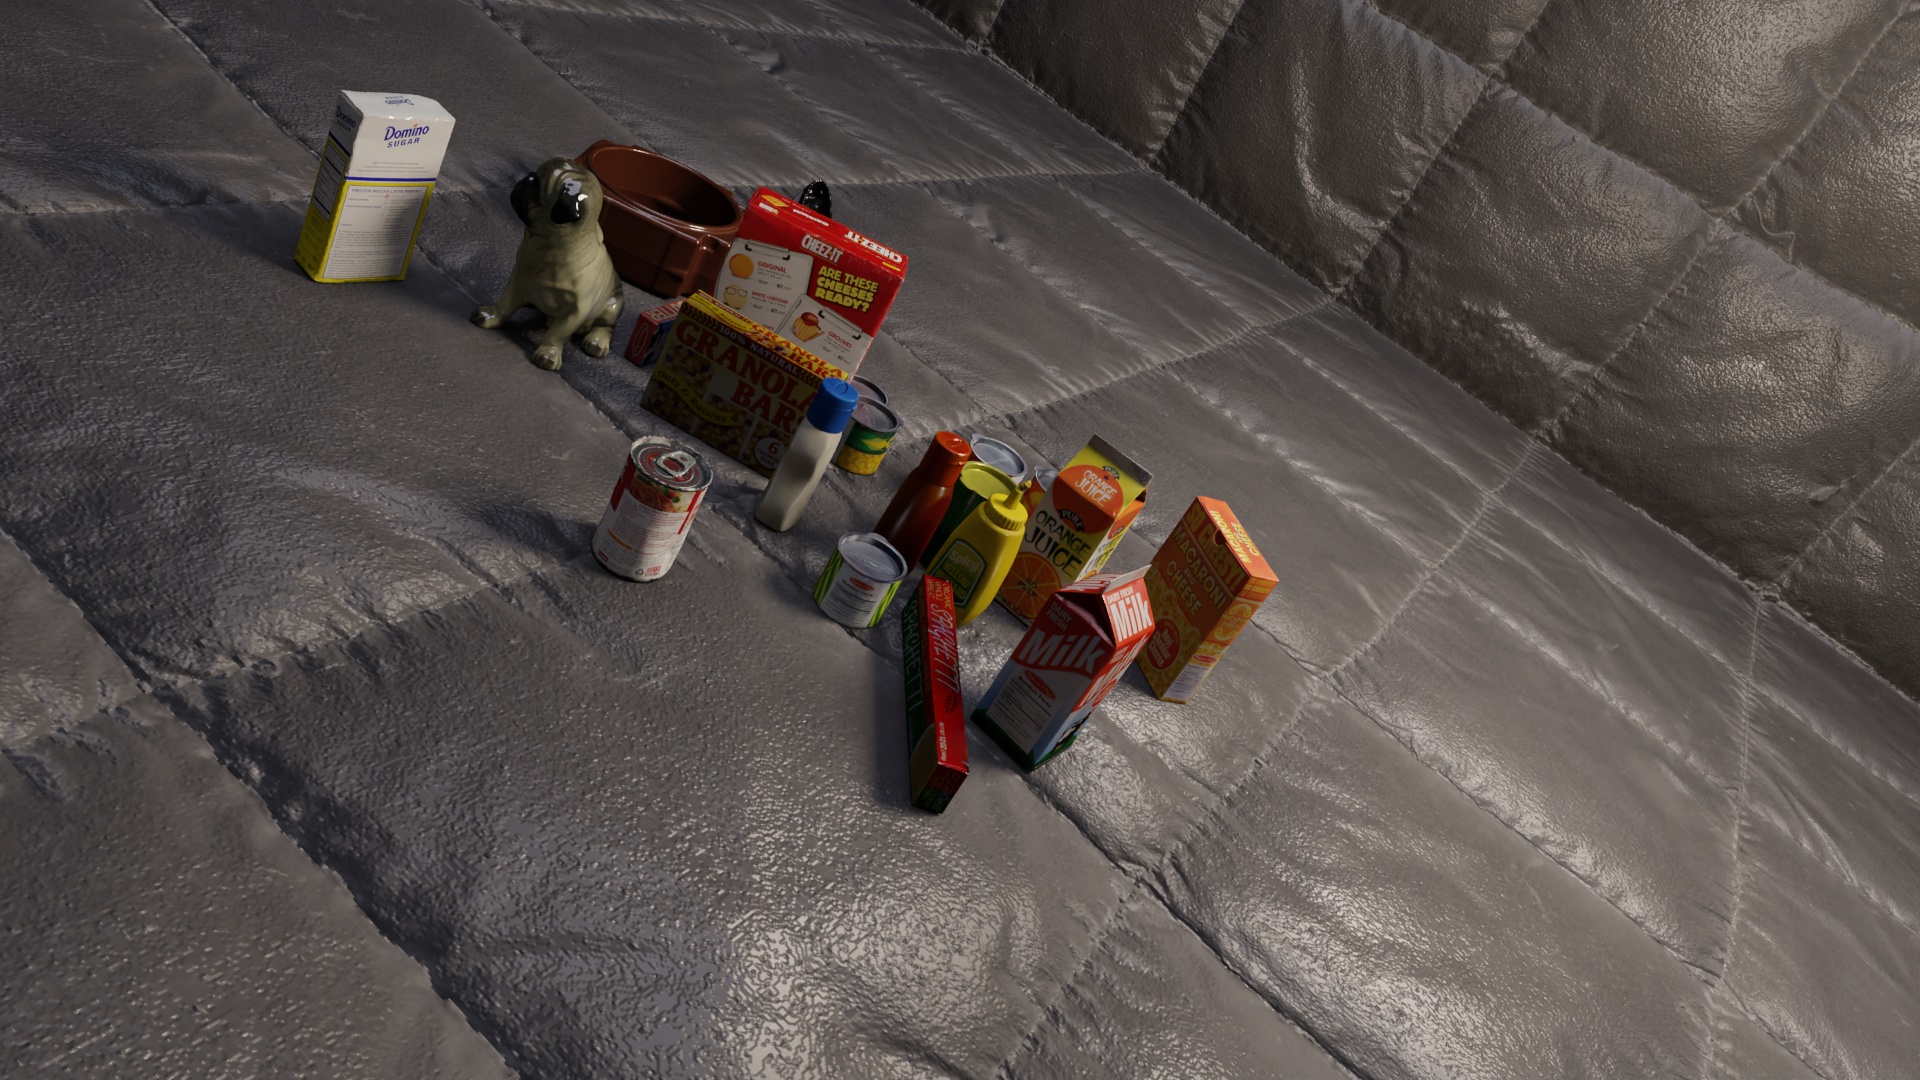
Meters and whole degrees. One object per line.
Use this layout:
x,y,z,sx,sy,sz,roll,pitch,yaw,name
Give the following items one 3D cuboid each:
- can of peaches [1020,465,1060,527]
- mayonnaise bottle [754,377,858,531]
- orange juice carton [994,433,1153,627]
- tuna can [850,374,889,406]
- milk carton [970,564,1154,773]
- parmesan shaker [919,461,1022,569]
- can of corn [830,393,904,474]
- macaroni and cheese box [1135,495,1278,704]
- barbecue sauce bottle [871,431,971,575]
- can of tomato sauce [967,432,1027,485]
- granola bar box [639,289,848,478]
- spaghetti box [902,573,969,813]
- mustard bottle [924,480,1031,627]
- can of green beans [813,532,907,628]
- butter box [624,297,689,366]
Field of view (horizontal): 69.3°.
0.095,-0.037,1.504,0.071,0.057,0.071,23,30,-14,can of peaches
-0.139,-0.079,1.263,0.041,0.147,0.065,30,29,-1,mayonnaise bottle
0.109,-0.008,1.334,0.072,0.191,0.073,39,30,15,orange juice carton
-0.114,-0.150,1.513,0.071,0.032,0.071,23,30,-14,tuna can
0.094,0.097,1.160,0.073,0.189,0.072,42,31,20,milk carton
0.005,-0.017,1.343,0.071,0.102,0.072,23,30,-14,parmesan shaker
-0.102,-0.109,1.435,0.071,0.058,0.071,23,30,-14,can of corn
0.227,0.058,1.365,0.040,0.165,0.124,12,34,-30,macaroni and cheese box
-0.038,-0.032,1.281,0.044,0.147,0.065,44,32,23,barbecue sauce bottle
0.020,-0.057,1.440,0.071,0.082,0.071,23,30,-14,can of tomato sauce
-0.206,-0.144,1.325,0.165,0.123,0.039,30,29,-2,granola bar box
-0.023,0.120,1.161,0.029,0.050,0.251,21,31,-18,spaghetti box
0.020,0.006,1.264,0.065,0.159,0.049,40,30,16,mustard bottle
-0.089,0.035,1.224,0.071,0.057,0.071,23,30,-14,can of green beans
-0.300,-0.216,1.425,0.024,0.053,0.104,35,29,8,butter box
